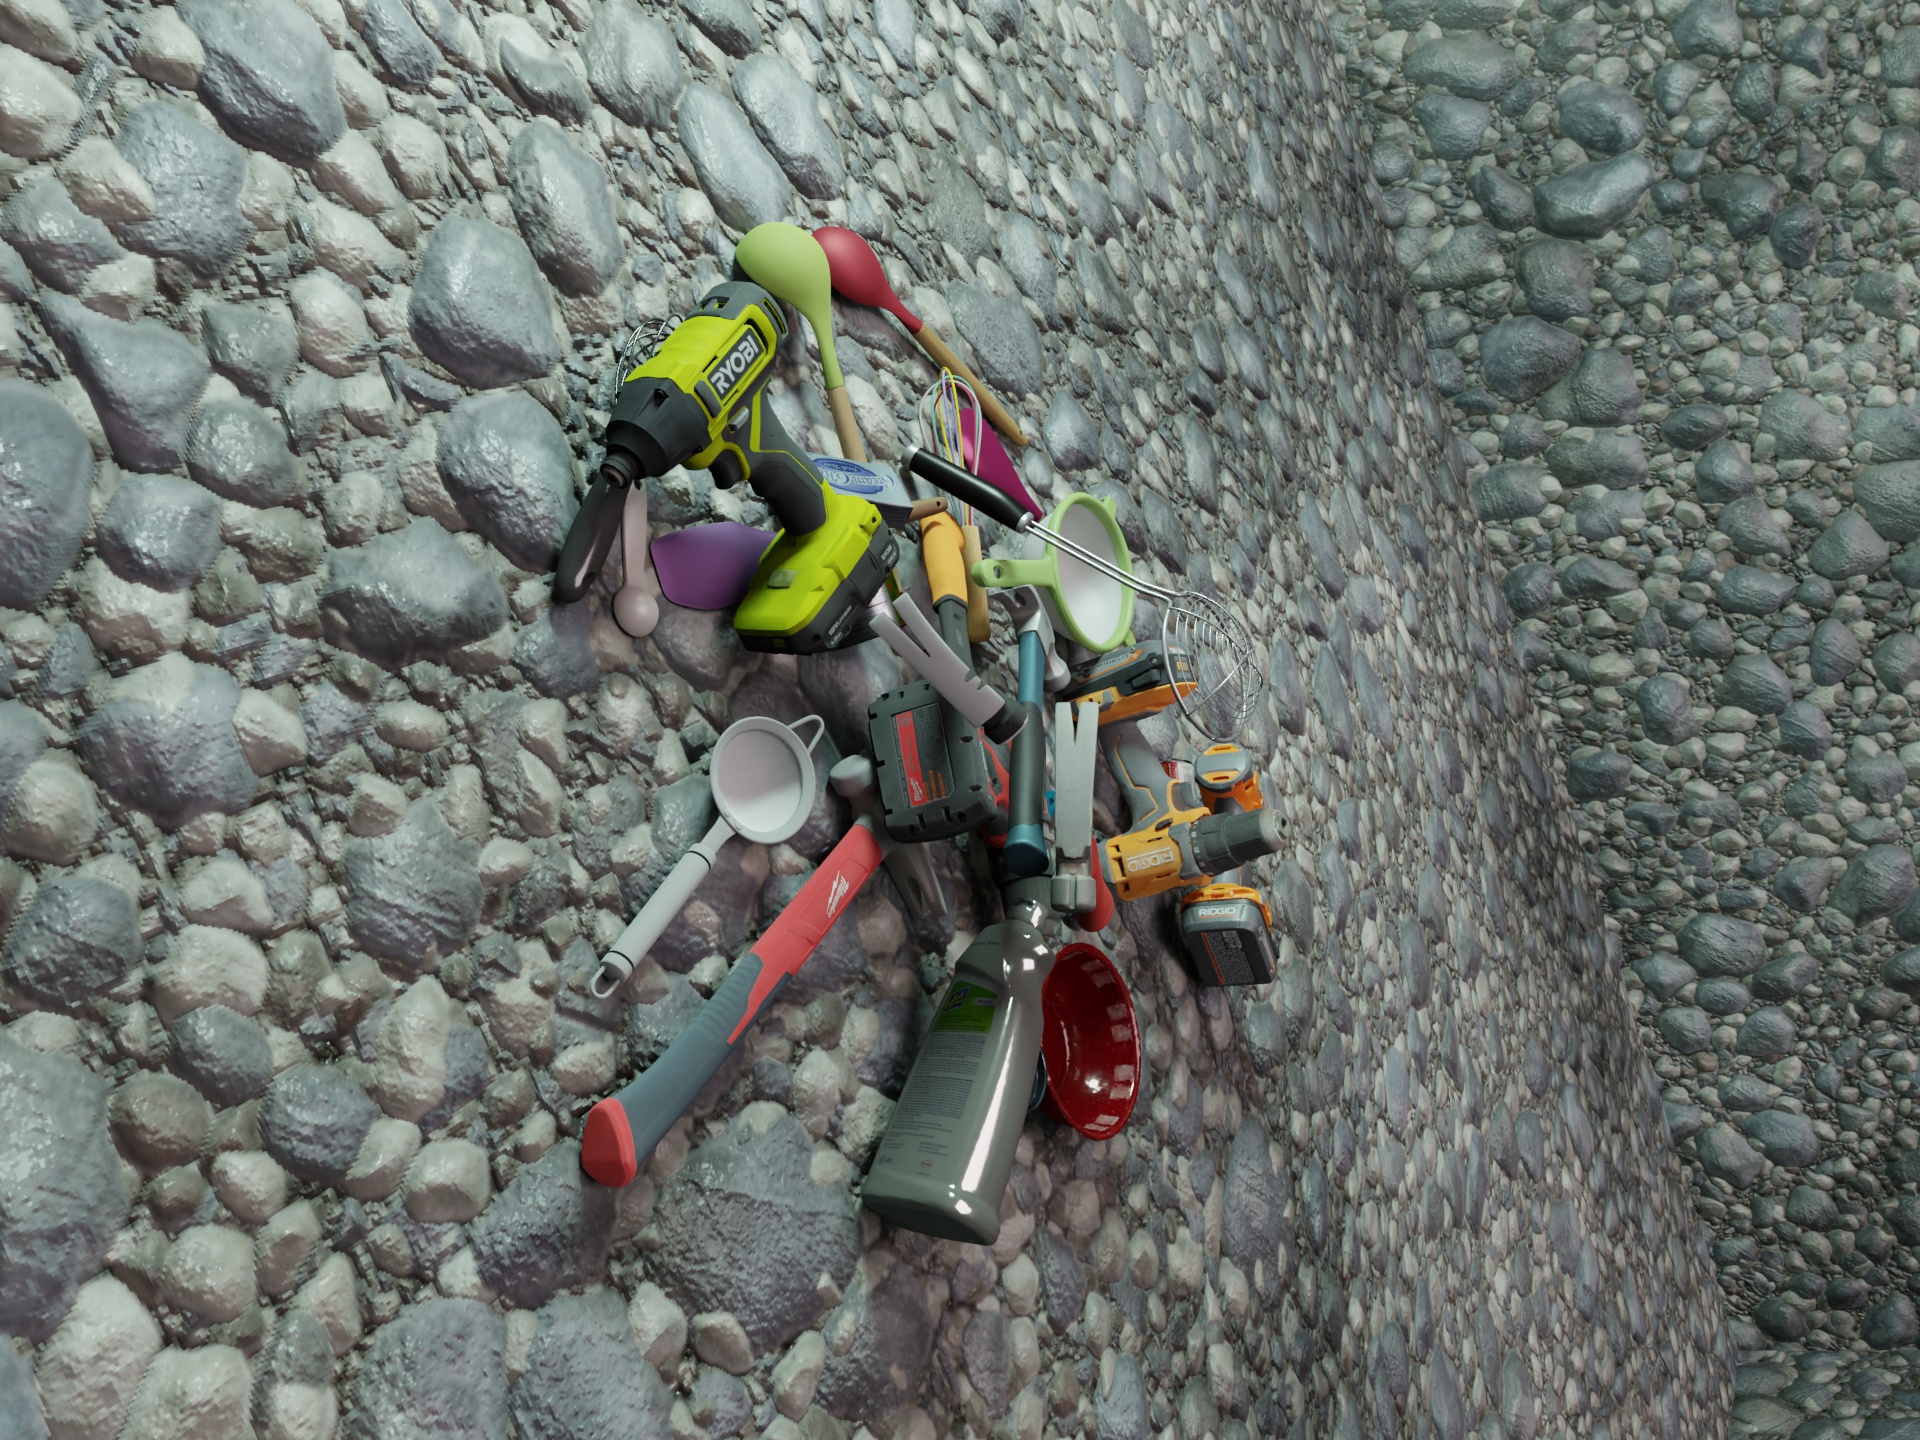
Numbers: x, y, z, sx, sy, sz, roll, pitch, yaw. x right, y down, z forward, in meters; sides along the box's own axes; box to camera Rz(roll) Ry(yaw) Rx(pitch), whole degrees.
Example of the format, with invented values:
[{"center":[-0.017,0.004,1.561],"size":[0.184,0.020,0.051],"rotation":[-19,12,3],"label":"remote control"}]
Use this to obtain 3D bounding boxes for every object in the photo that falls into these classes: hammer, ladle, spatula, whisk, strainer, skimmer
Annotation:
[{"center":[0.054,0.005,1.238],"size":[0.331,0.033,0.128],"rotation":[-85,156,-55],"label":"hammer"},{"center":[-0.015,-0.100,1.211],"size":[0.127,0.034,0.337],"rotation":[44,16,-20],"label":"hammer"},{"center":[-0.102,-0.236,1.264],"size":[0.078,0.062,0.320],"rotation":[-39,117,-57],"label":"ladle"},{"center":[-0.109,-0.137,1.196],"size":[0.316,0.018,0.060],"rotation":[-24,99,-49],"label":"spatula"},{"center":[0.099,0.104,1.267],"size":[0.358,0.037,0.149],"rotation":[67,25,-72],"label":"hammer"},{"center":[-0.026,-0.335,1.424],"size":[0.315,0.031,0.069],"rotation":[38,47,-46],"label":"ladle"},{"center":[0.002,-0.189,1.396],"size":[0.051,0.047,0.245],"rotation":[-3,84,-45],"label":"whisk"},{"center":[-0.121,0.177,1.061],"size":[0.143,0.038,0.386],"rotation":[65,34,-19],"label":"hammer"},{"center":[0.069,-0.129,1.445],"size":[0.256,0.069,0.151],"rotation":[-7,89,-54],"label":"strainer"},{"center":[-0.166,0.083,1.029],"size":[0.086,0.050,0.258],"rotation":[54,44,-20],"label":"strainer"},{"center":[-0.221,-0.175,1.045],"size":[0.055,0.055,0.239],"rotation":[43,49,-40],"label":"whisk"},{"center":[0.095,-0.112,1.335],"size":[0.363,0.090,0.127],"rotation":[32,37,13],"label":"skimmer"}]

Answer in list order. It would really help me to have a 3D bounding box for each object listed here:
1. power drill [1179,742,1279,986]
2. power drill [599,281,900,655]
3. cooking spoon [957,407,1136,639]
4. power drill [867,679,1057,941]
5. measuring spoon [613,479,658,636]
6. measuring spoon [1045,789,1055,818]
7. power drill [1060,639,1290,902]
[{"center":[0.282,0.157,1.634],"size":[0.164,0.084,0.227],"rotation":[63,28,-44],"label":"power drill"},{"center":[-0.142,-0.155,1.068],"size":[0.171,0.080,0.223],"rotation":[-59,135,-31],"label":"power drill"},{"center":[0.087,-0.179,1.538],"size":[0.318,0.017,0.069],"rotation":[48,43,-35],"label":"cooking spoon"},{"center":[0.016,0.072,1.238],"size":[0.226,0.080,0.188],"rotation":[34,43,-65],"label":"power drill"},{"center":[-0.212,-0.116,1.057],"size":[0.034,0.018,0.124],"rotation":[21,60,-52],"label":"measuring spoon"},{"center":[0.070,0.103,1.393],"size":[0.042,0.021,0.129],"rotation":[57,38,-26],"label":"measuring spoon"},{"center":[0.195,0.042,1.462],"size":[0.084,0.185,0.226],"rotation":[0,75,-55],"label":"power drill"}]
